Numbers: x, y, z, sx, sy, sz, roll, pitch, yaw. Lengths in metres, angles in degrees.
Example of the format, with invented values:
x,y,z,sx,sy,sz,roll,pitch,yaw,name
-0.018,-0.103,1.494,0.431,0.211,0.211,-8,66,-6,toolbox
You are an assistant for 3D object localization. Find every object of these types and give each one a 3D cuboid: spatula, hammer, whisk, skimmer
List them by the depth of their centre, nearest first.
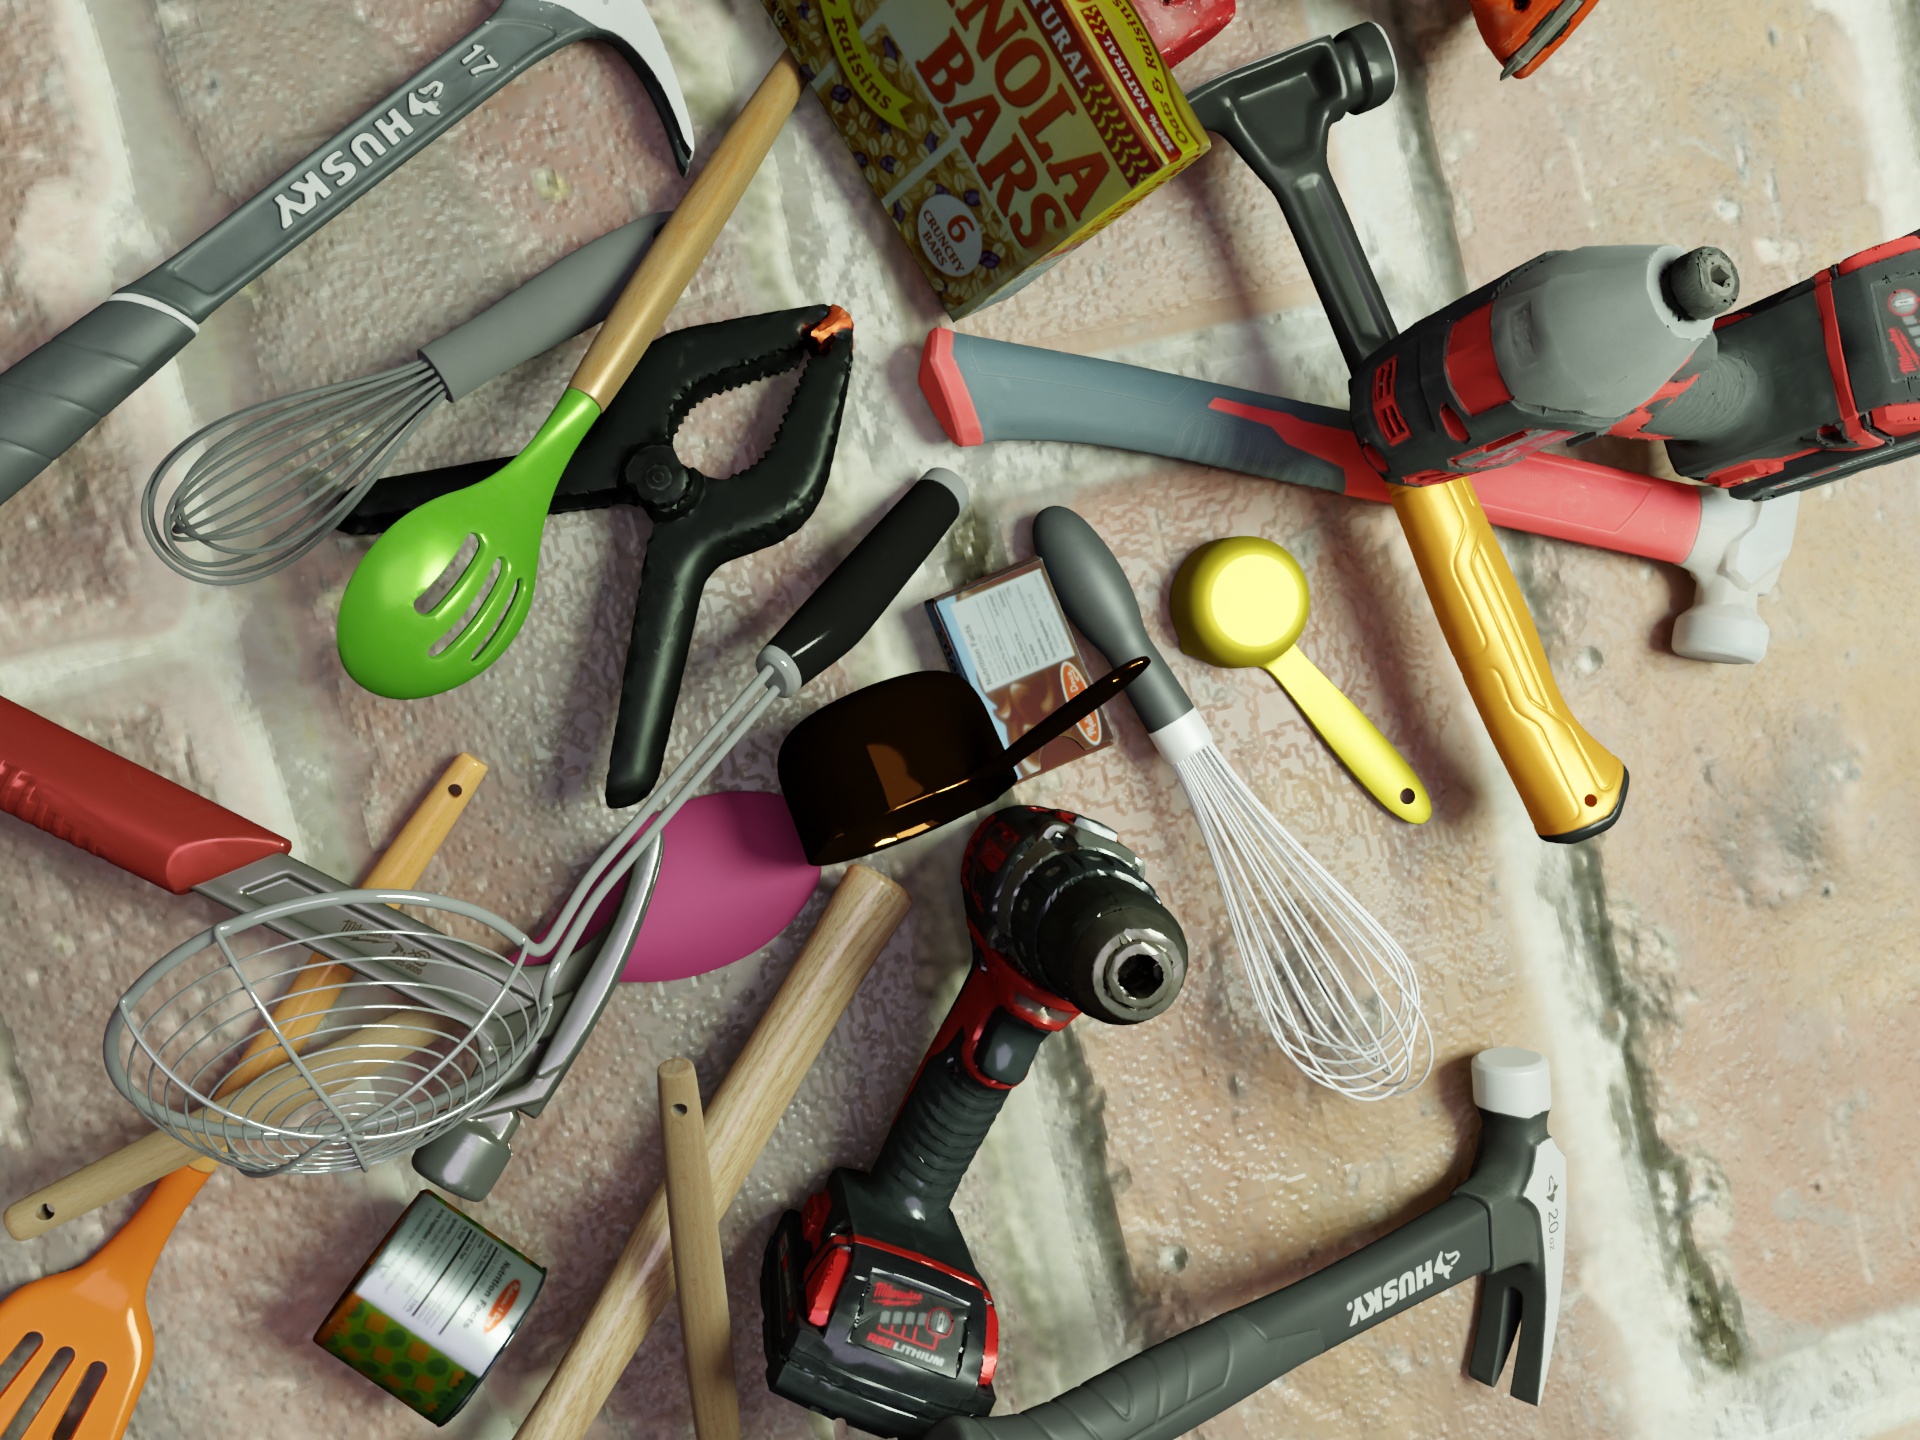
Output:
x,y,z,sx,sy,sz,roll,pitch,yaw,name
-0.123,0.011,0.564,0.090,0.127,0.363,24,54,20,skimmer
-0.275,-0.157,0.583,0.409,0.036,0.149,-45,99,-12,hammer
-0.295,0.029,0.583,0.359,0.036,0.149,27,74,-2,hammer
-0.194,-0.128,0.598,0.239,0.055,0.055,-38,97,-19,whisk
-0.090,0.265,0.602,0.059,0.018,0.315,-7,111,-11,spatula
0.121,0.237,0.602,0.334,0.035,0.146,-10,98,-35,hammer
-0.277,0.150,0.603,0.081,0.041,0.322,35,84,-16,spatula
-0.115,0.202,0.609,0.031,0.130,0.331,25,77,26,hammer
0.177,-0.103,0.638,0.127,0.034,0.337,-25,92,-11,hammer
0.107,0.034,0.661,0.070,0.070,0.284,-32,90,-8,whisk
0.175,-0.127,0.675,0.386,0.038,0.143,10,88,-9,hammer

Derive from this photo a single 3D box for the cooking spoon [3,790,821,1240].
x,y,z,sx,sy,sz,roll,pitch,yaw,name
-0.199,0.113,0.609,0.319,0.017,0.069,-26,95,-17,cooking spoon

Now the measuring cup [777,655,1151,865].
x,y,z,sx,sy,sz,roll,pitch,yaw,name
-0.001,-0.002,0.591,0.095,0.173,0.052,-11,71,-47,measuring cup

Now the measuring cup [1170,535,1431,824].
x,y,z,sx,sy,sz,roll,pitch,yaw,name
0.153,-0.014,0.675,0.062,0.029,0.156,-43,95,-6,measuring cup

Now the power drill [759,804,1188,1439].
x,y,z,sx,sy,sz,roll,pitch,yaw,name
0.009,0.143,0.579,0.080,0.188,0.227,24,91,-10,power drill

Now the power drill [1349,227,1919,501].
x,y,z,sx,sy,sz,roll,pitch,yaw,name
0.267,-0.130,0.578,0.219,0.143,0.078,-6,83,-27,power drill

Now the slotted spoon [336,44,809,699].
x,y,z,sx,sy,sz,roll,pitch,yaw,name
-0.129,-0.141,0.595,0.031,0.070,0.314,14,67,31,slotted spoon
